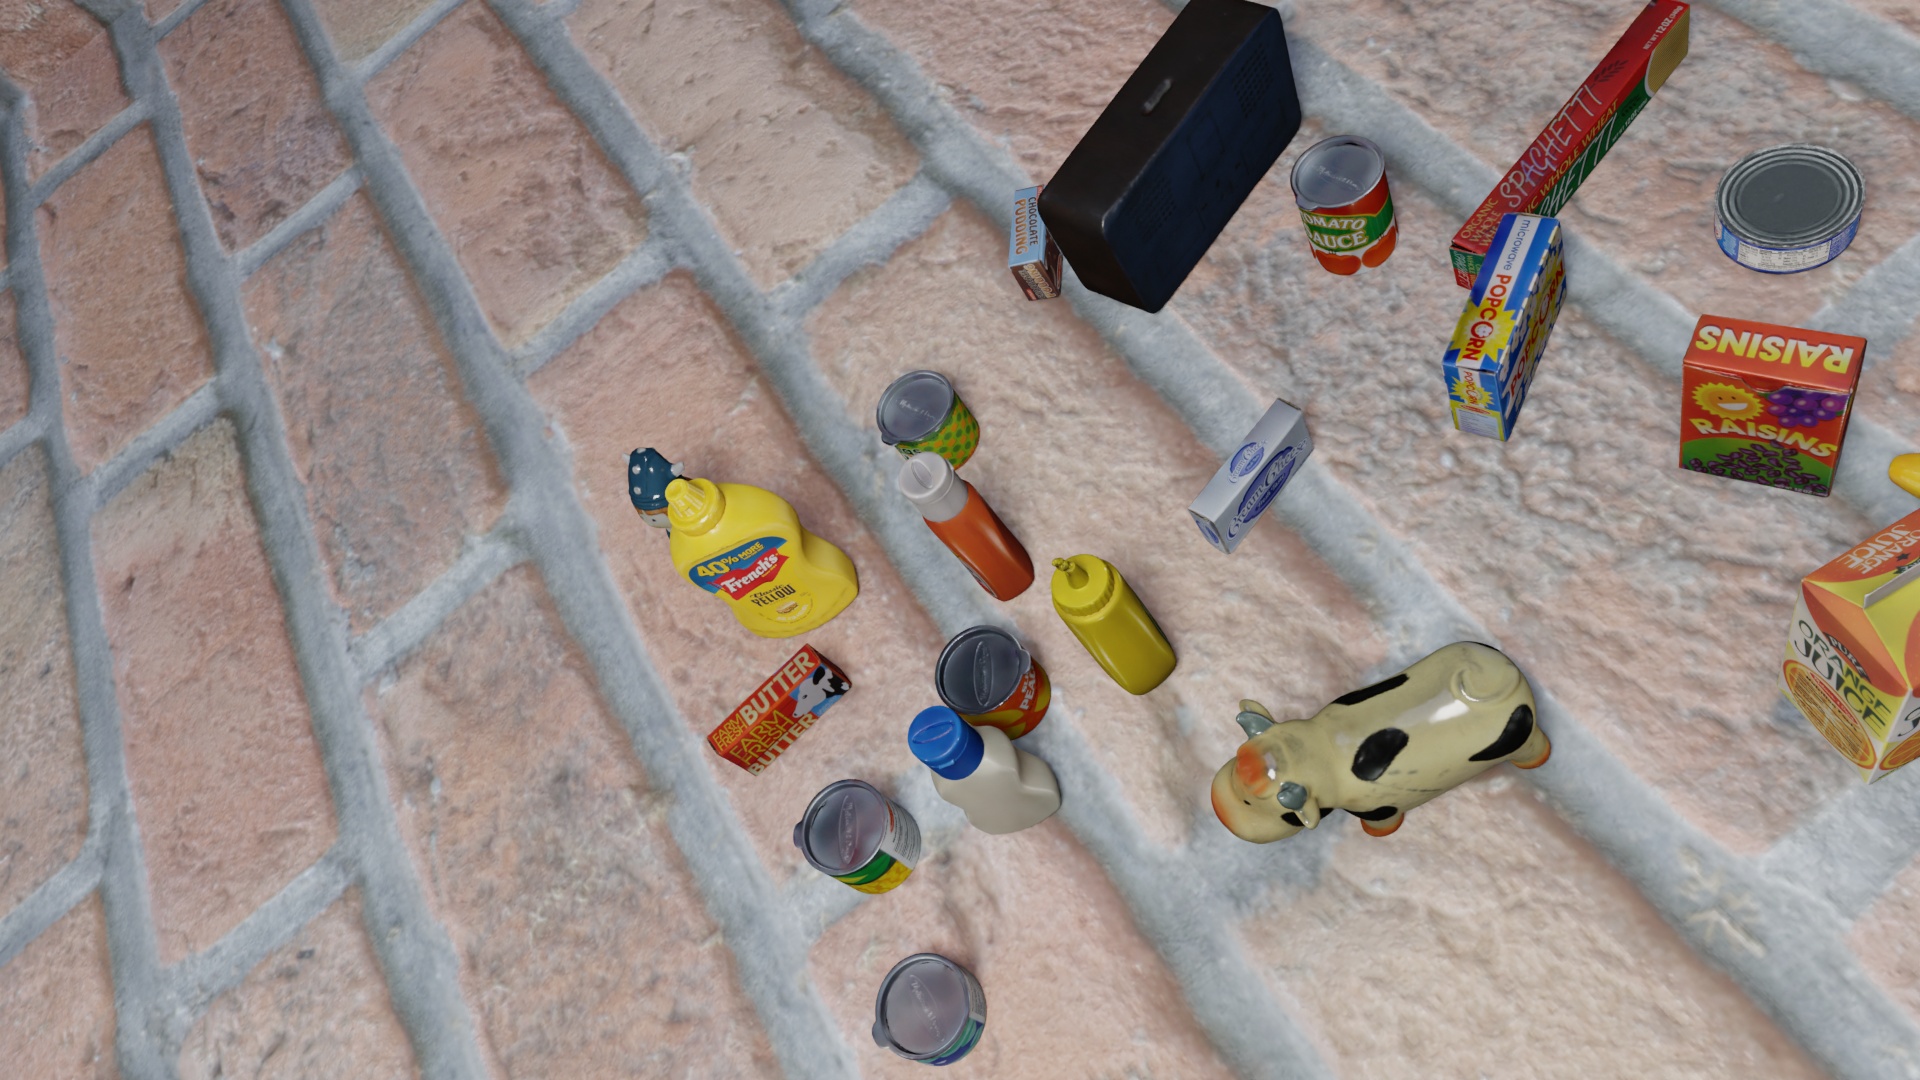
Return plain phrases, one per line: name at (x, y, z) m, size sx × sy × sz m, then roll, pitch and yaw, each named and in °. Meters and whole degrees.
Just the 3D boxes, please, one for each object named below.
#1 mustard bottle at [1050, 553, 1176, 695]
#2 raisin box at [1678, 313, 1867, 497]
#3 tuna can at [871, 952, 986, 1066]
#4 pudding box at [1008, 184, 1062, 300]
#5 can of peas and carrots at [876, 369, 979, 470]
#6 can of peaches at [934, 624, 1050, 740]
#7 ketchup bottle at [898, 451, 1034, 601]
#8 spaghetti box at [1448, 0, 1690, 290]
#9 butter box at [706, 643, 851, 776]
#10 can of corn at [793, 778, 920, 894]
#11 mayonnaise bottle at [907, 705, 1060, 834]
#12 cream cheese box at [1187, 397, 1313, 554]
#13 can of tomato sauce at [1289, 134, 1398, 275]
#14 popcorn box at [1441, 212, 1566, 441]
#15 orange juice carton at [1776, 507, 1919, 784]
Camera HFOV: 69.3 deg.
mustard bottle at (0.094, 0.048, 0.905) m, size 0.049 × 0.159 × 0.065 m, roll -39°, pitch 53°, yaw 1°
raisin box at (0.473, -0.078, 0.817) m, size 0.086 × 0.123 × 0.040 m, roll 18°, pitch 72°, yaw 32°
tuna can at (-0.021, 0.304, 0.893) m, size 0.071 × 0.032 × 0.071 m, roll -12°, pitch 58°, yaw 20°
pudding box at (0.064, -0.248, 1.156) m, size 0.030 × 0.049 × 0.084 m, roll -7°, pitch 60°, yaw 22°
can of peas and carrots at (-0.026, -0.090, 1.104) m, size 0.071 × 0.058 × 0.071 m, roll -12°, pitch 59°, yaw 20°
can of peaches at (0.026, 0.100, 0.971) m, size 0.071 × 0.058 × 0.071 m, roll -12°, pitch 59°, yaw 20°
ketchup bottle at (0.004, -0.012, 0.989) m, size 0.043 × 0.148 × 0.065 m, roll -38°, pitch 54°, yaw 2°
spaghetti box at (0.438, -0.283, 0.996) m, size 0.029 × 0.050 × 0.250 m, roll 36°, pitch 82°, yaw 36°
butter box at (-0.134, 0.127, 1.036) m, size 0.103 × 0.053 × 0.024 m, roll -43°, pitch 53°, yaw -2°
can of corn at (-0.070, 0.205, 0.957) m, size 0.071 × 0.058 × 0.071 m, roll -12°, pitch 59°, yaw 20°
mayonnaise bottle at (0.013, 0.148, 0.894) m, size 0.064 × 0.147 × 0.041 m, roll -24°, pitch 55°, yaw 12°
cream cheese box at (0.205, -0.044, 0.970) m, size 0.024 × 0.053 × 0.104 m, roll 35°, pitch 81°, yaw 36°
can of tomato sauce at (0.284, -0.245, 1.028) m, size 0.071 × 0.083 × 0.071 m, roll -12°, pitch 59°, yaw 20°
popcorn box at (0.366, -0.143, 0.930) m, size 0.038 × 0.085 × 0.127 m, roll 17°, pitch 71°, yaw 32°
orange juice carton at (0.475, 0.049, 0.701) m, size 0.072 × 0.192 × 0.073 m, roll -32°, pitch 54°, yaw 6°
